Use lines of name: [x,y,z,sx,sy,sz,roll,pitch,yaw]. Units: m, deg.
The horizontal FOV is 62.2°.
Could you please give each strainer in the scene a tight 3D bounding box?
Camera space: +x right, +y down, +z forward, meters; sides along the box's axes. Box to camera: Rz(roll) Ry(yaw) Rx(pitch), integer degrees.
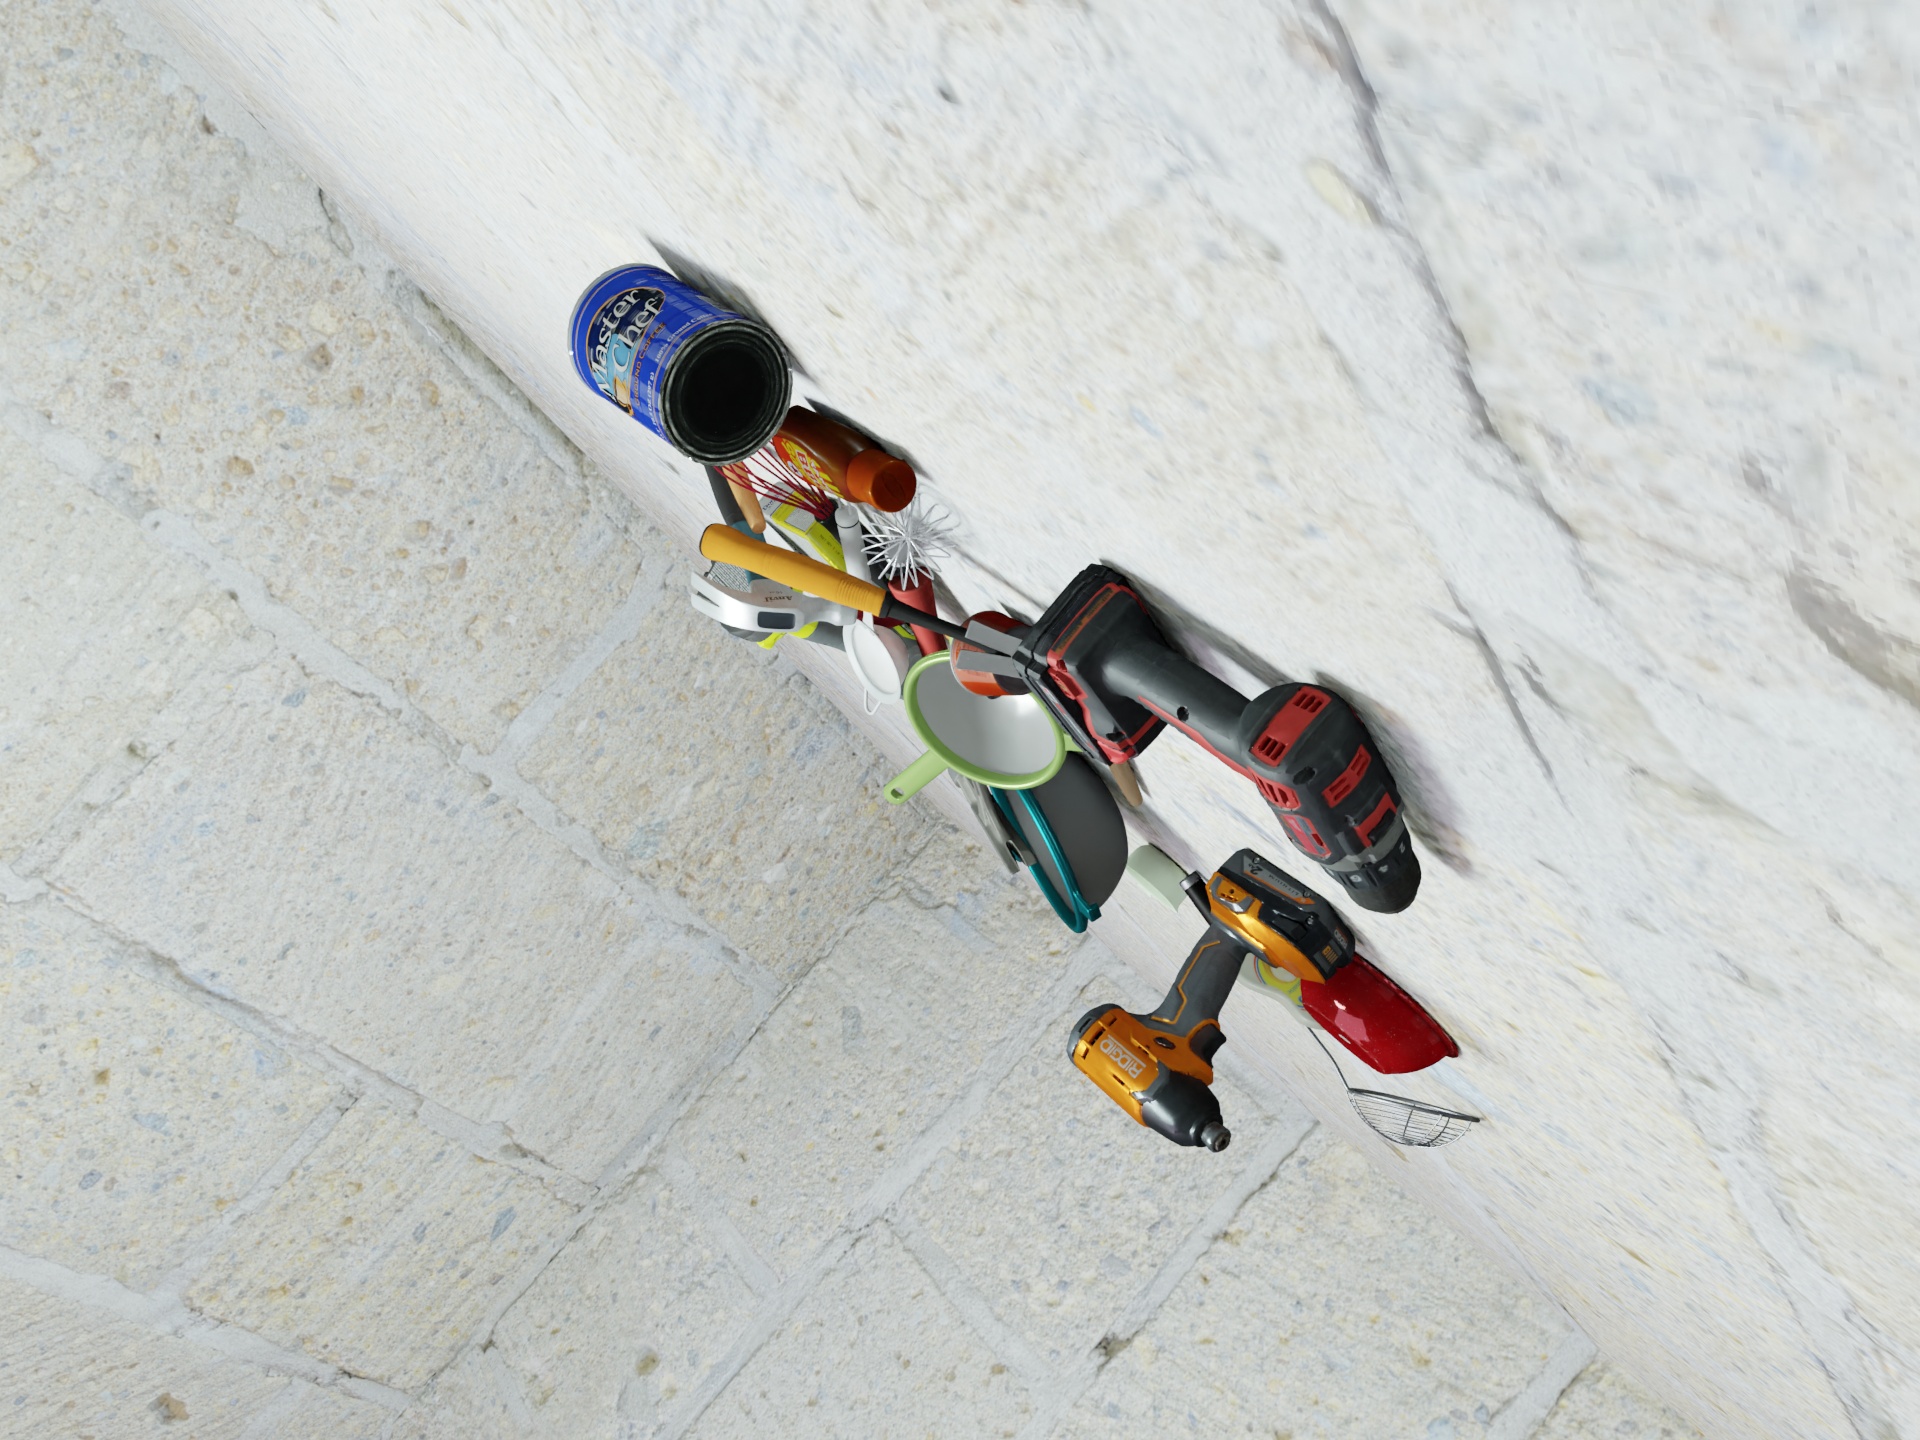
strainer: [0.104,0.108,1.648,0.211,0.095,0.340,62,174,6]
strainer: [-0.079,-0.100,1.375,0.087,0.050,0.258,42,156,33]
strainer: [0.007,0.004,1.395,0.151,0.069,0.256,40,142,-8]

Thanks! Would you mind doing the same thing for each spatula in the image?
spatula: [0.123,0.016,1.325,0.060,0.018,0.315,44,175,26]
spatula: [-0.216,-0.239,1.394,0.080,0.041,0.323,47,-171,-39]

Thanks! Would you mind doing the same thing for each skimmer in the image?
skimmer: [0.366,0.282,1.595,0.363,0.090,0.127,52,179,10]

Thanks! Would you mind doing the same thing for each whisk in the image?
whisk: [-0.046,-0.130,1.224,0.070,0.070,0.284,43,178,-5]
whisk: [-0.124,-0.184,1.324,0.073,0.073,0.295,37,178,40]

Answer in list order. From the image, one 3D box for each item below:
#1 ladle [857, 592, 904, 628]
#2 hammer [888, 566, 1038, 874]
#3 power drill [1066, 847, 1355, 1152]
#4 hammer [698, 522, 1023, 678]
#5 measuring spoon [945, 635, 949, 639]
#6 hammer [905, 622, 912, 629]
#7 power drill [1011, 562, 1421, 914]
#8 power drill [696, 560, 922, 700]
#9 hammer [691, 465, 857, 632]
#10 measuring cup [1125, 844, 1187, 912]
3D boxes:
ladle: [-0.105,-0.141,1.564,0.316,0.069,0.031,-137,27,-62]
hammer: [-0.002,-0.005,1.477,0.149,0.036,0.358,57,171,39]
power drill: [0.209,0.229,1.270,0.164,0.226,0.084,35,171,49]
hammer: [-0.080,-0.095,1.199,0.337,0.034,0.127,23,-172,34]
measuring spoon: [0.021,-0.055,1.543,0.117,0.011,0.021,44,175,17]
hammer: [-0.026,-0.038,1.835,0.146,0.035,0.334,41,174,18]
power drill: [0.153,0.018,0.889,0.227,0.080,0.187,33,169,43]
power drill: [-0.144,-0.107,1.602,0.228,0.080,0.191,21,-166,-38]
hammer: [-0.190,-0.175,1.405,0.331,0.128,0.033,-116,27,-50]
measuring cup: [0.216,0.173,1.756,0.083,0.038,0.167,42,176,8]
